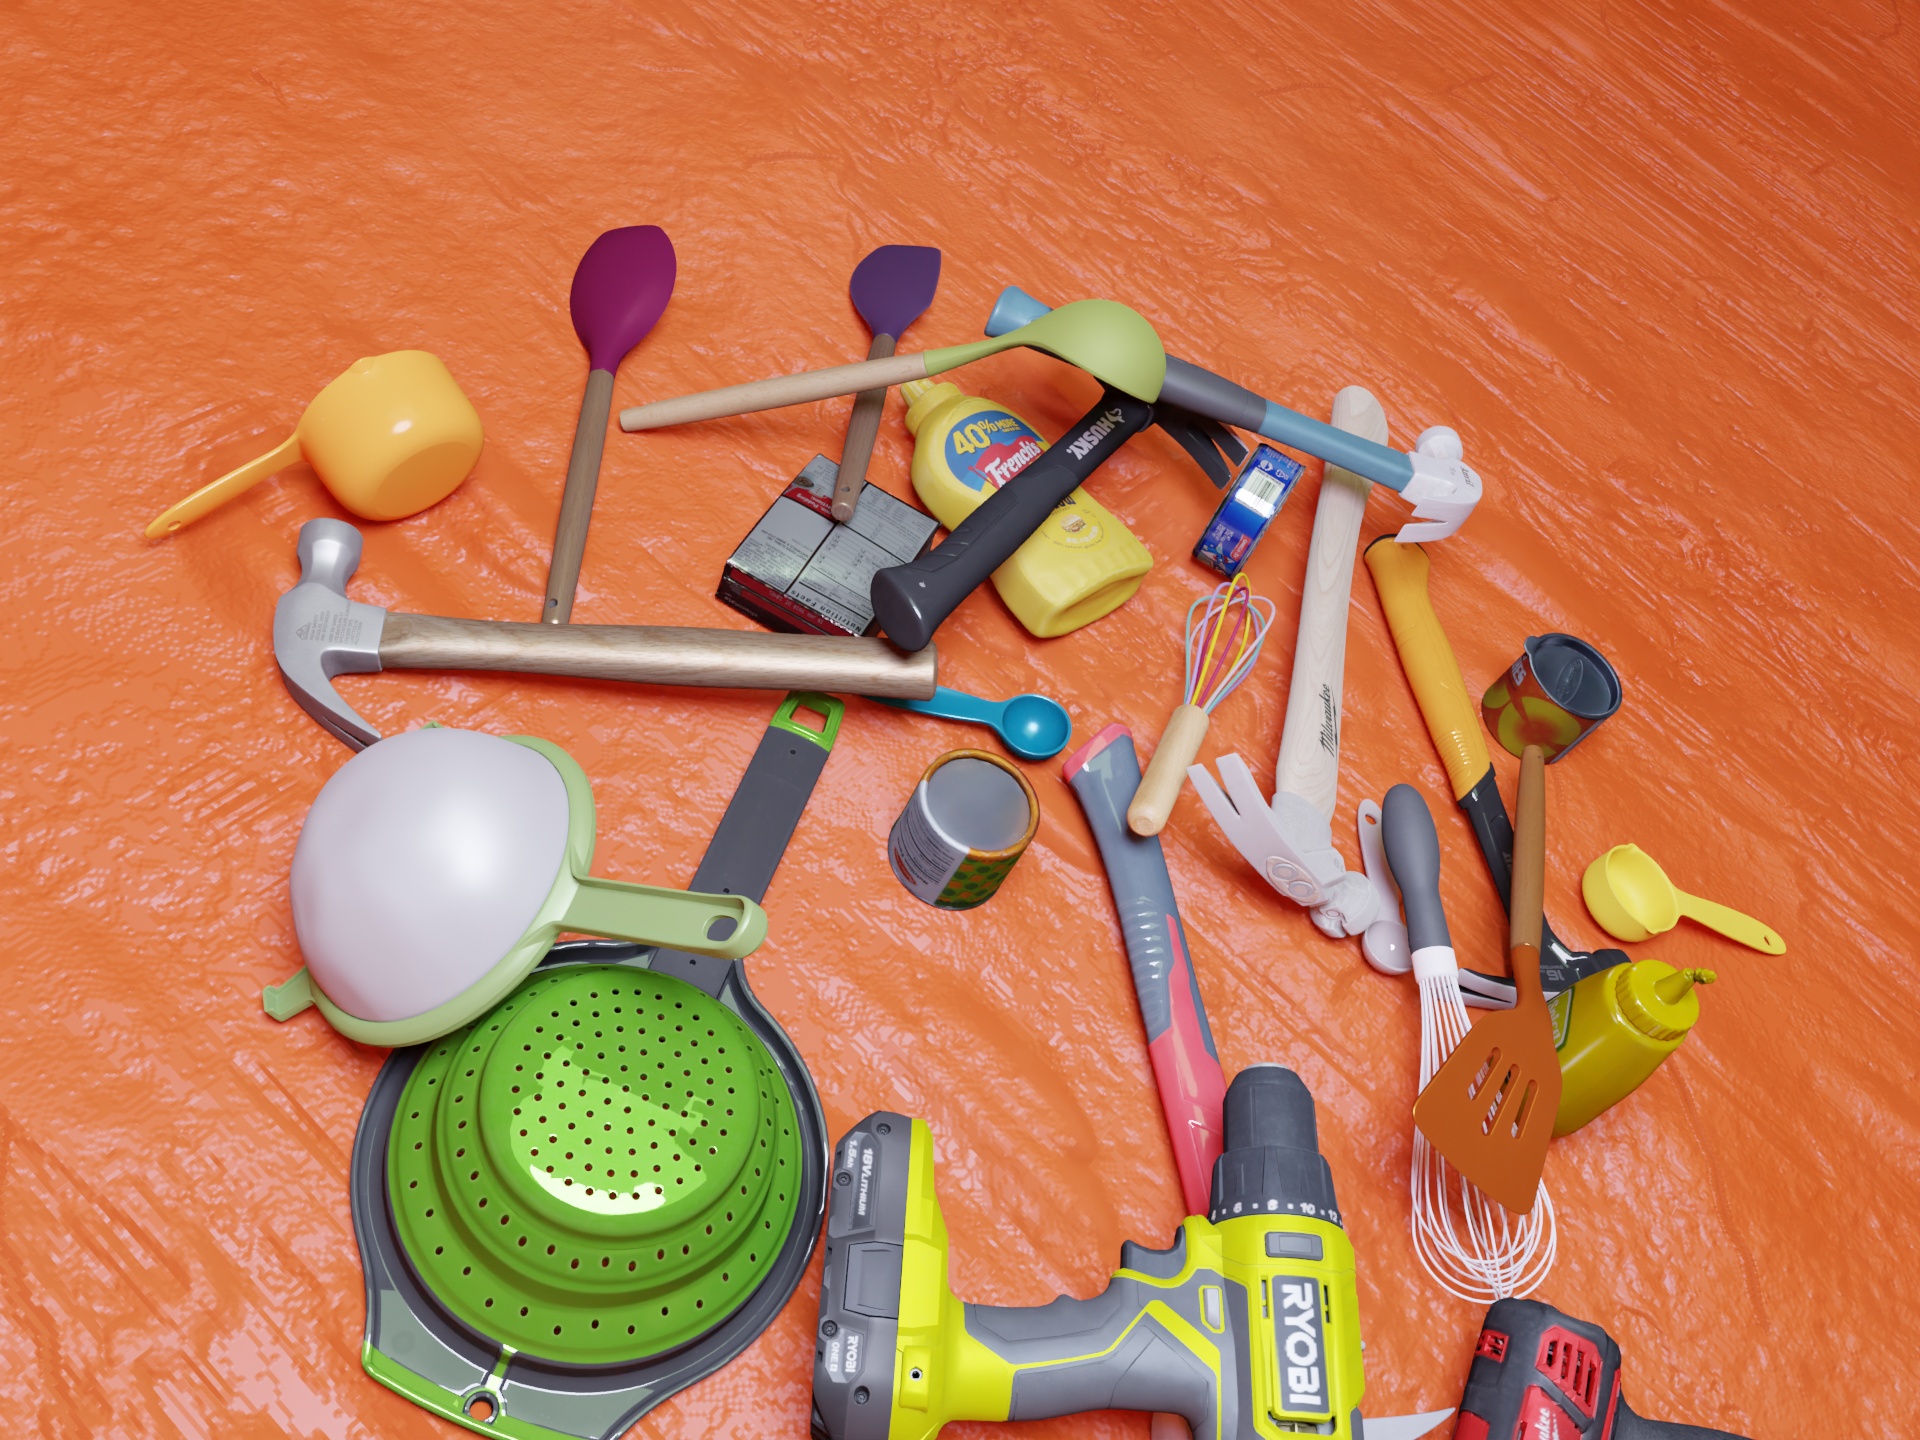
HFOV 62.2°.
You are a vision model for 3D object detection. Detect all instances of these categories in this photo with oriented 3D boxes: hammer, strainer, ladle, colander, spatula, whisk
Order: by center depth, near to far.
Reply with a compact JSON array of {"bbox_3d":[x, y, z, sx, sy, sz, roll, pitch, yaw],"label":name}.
[{"bbox_3d":[-0.191,0.059,0.642,0.256,0.069,0.152,3,59,35],"label":"strainer"},{"bbox_3d":[-0.123,0.112,0.716,0.204,0.094,0.397,24,52,-4],"label":"colander"},{"bbox_3d":[0.128,0.172,0.808,0.143,0.038,0.387,3,56,-21],"label":"hammer"},{"bbox_3d":[-0.176,-0.033,0.813,0.331,0.031,0.130,3,58,-9],"label":"hammer"},{"bbox_3d":[0.256,0.160,0.838,0.070,0.070,0.285,7,59,-17],"label":"whisk"},{"bbox_3d":[0.296,0.113,0.856,0.081,0.041,0.323,41,38,-10],"label":"spatula"},{"bbox_3d":[0.052,-0.132,0.914,0.146,0.035,0.335,38,45,5],"label":"hammer"},{"bbox_3d":[-0.043,-0.188,0.914,0.320,0.062,0.078,-8,14,11],"label":"ladle"},{"bbox_3d":[0.137,-0.016,0.917,0.051,0.047,0.245,27,41,5],"label":"whisk"},{"bbox_3d":[0.219,-0.075,0.975,0.146,0.038,0.411,44,44,-29],"label":"hammer"},{"bbox_3d":[0.171,-0.193,0.977,0.331,0.033,0.128,19,37,-10],"label":"hammer"},{"bbox_3d":[0.305,0.020,0.986,0.127,0.034,0.337,4,55,-20],"label":"hammer"},{"bbox_3d":[-0.054,-0.224,1.001,0.060,0.018,0.316,4,44,3],"label":"spatula"}]

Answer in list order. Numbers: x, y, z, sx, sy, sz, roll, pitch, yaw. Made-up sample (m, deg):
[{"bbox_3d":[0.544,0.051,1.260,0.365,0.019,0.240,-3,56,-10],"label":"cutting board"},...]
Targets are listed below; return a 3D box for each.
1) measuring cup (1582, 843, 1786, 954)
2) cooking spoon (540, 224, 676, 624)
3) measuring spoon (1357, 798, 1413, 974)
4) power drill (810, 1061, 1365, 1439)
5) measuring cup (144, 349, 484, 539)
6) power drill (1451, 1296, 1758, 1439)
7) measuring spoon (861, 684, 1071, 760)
[{"bbox_3d":[0.446,0.123,0.981,0.156,0.029,0.062,21,51,-22],"label":"measuring cup"},{"bbox_3d":[-0.213,-0.182,0.928,0.069,0.017,0.319,-4,57,8],"label":"cooking spoon"},{"bbox_3d":[0.242,0.097,0.923,0.034,0.018,0.124,15,46,-11],"label":"measuring spoon"},{"bbox_3d":[0.057,0.233,0.679,0.228,0.080,0.191,5,55,-2],"label":"power drill"},{"bbox_3d":[-0.326,-0.122,0.819,0.173,0.095,0.052,-36,81,-22],"label":"measuring cup"},{"bbox_3d":[0.324,0.368,0.714,0.219,0.078,0.143,24,69,1],"label":"power drill"},{"bbox_3d":[-0.001,-0.003,0.899,0.128,0.021,0.042,13,54,-1],"label":"measuring spoon"}]
